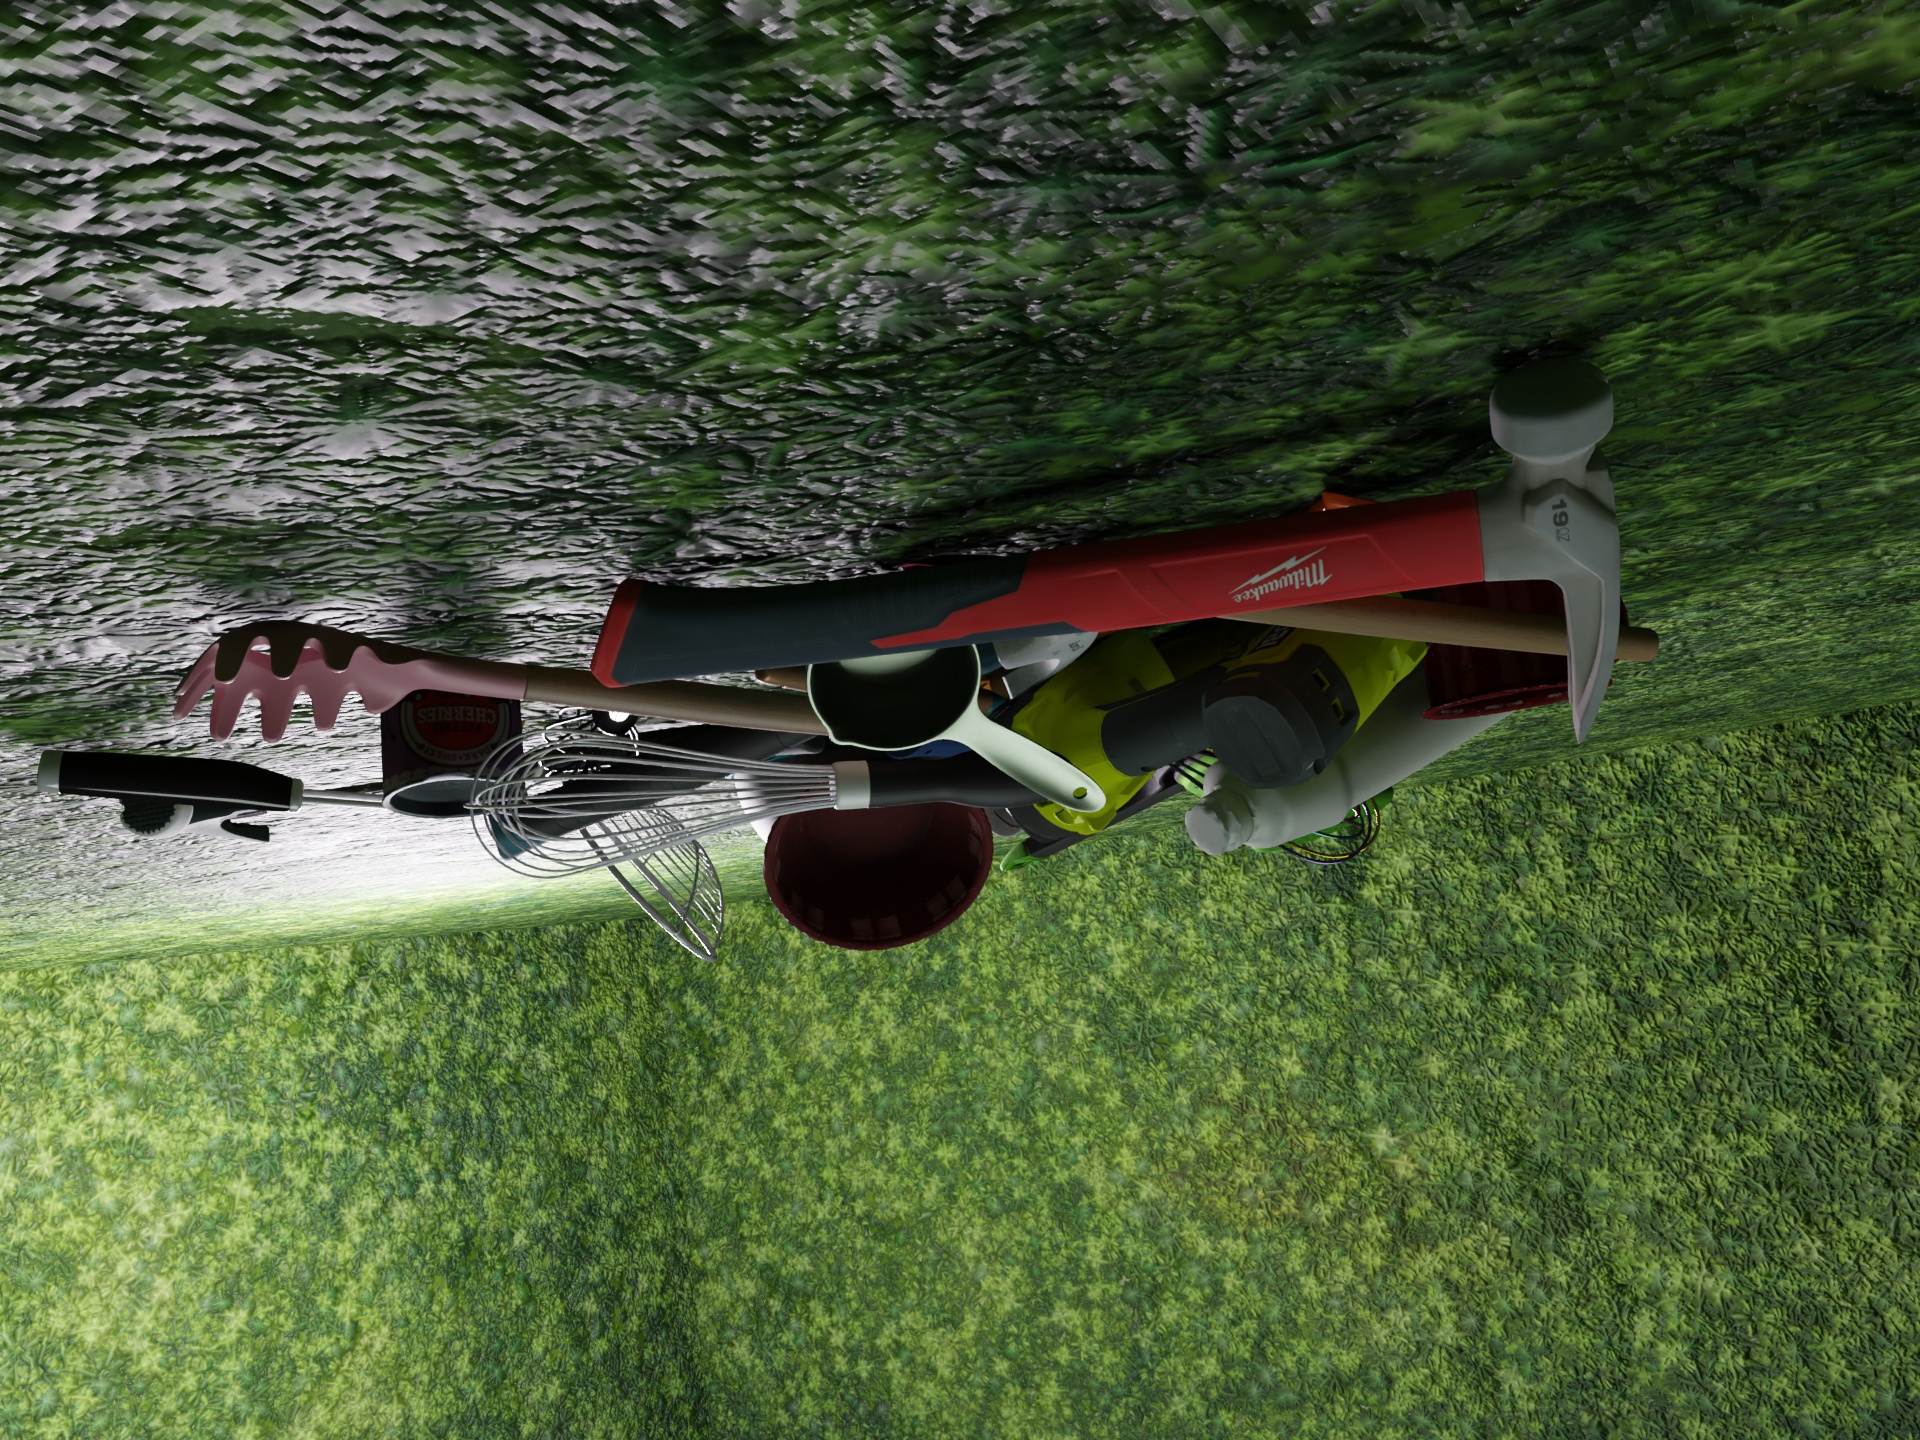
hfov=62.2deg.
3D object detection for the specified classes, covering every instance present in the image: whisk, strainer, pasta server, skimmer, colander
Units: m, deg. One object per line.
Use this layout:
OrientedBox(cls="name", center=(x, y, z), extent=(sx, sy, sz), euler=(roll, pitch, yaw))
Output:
OrientedBox(cls="whisk", center=(-0.084, 0.032, 0.742), extent=(0.284, 0.070, 0.070), euler=(-2, 171, -13))
OrientedBox(cls="whisk", center=(0.133, 0.017, 0.940), extent=(0.245, 0.051, 0.047), euler=(24, 138, 2))
OrientedBox(cls="whisk", center=(-0.179, -0.006, 0.813), extent=(0.055, 0.055, 0.239), euler=(-5, 166, -22))
OrientedBox(cls="strainer", center=(-0.127, 0.068, 1.188), extent=(0.340, 0.095, 0.211), euler=(-4, 171, -33))
OrientedBox(cls="pasta server", center=(-0.159, -0.006, 0.680), extent=(0.316, 0.040, 0.060), euler=(7, 152, -24))
OrientedBox(cls="skimmer", center=(-0.305, 0.075, 0.879), extent=(0.363, 0.090, 0.127), euler=(7, -169, -22))
OrientedBox(cls="colander", center=(0.194, 0.071, 1.225), extent=(0.397, 0.094, 0.204), euler=(-30, 162, 34))

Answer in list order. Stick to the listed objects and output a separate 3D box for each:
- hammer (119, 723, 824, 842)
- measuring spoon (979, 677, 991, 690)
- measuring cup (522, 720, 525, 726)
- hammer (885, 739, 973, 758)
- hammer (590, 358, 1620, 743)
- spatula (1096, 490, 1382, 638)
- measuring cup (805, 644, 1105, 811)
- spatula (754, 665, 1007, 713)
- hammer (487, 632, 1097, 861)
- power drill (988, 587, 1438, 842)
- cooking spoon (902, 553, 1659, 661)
OrientedBox(cls="hammer", center=(-0.289, 0.034, 1.003), extent=(0.409, 0.036, 0.149), euler=(-8, 173, -5))
OrientedBox(cls="measuring spoon", center=(-0.018, -0.022, 0.973), extent=(0.117, 0.011, 0.021), euler=(-5, 154, -44))
OrientedBox(cls="measuring cup", center=(-0.265, 0.008, 0.856), extent=(0.062, 0.029, 0.156), euler=(-6, 172, -16))
OrientedBox(cls="hammer", center=(0.081, 0.018, 1.170), extent=(0.144, 0.035, 0.405), euler=(-29, 161, 28))
OrientedBox(cls="hammer", center=(0.042, -0.037, 0.605), extent=(0.386, 0.038, 0.143), euler=(-6, 128, 17))
OrientedBox(cls="spatula", center=(0.121, -0.060, 0.728), extent=(0.081, 0.041, 0.322), euler=(11, 165, -28))
OrientedBox(cls="measuring cup", center=(0.002, -0.007, 0.720), extent=(0.167, 0.038, 0.083), euler=(32, 112, -29))
OrientedBox(cls="spatula", center=(-0.002, -0.003, 0.953), extent=(0.082, 0.044, 0.317), euler=(-1, 174, 41))
OrientedBox(cls="hammer", center=(-0.089, 0.003, 0.797), extent=(0.331, 0.033, 0.128), euler=(-20, 170, 8))
OrientedBox(cls="power drill", center=(0.127, -0.016, 0.804), extent=(0.223, 0.080, 0.171), euler=(-19, -163, 50))
OrientedBox(cls="cooking spoon", center=(0.134, -0.049, 0.670), extent=(0.319, 0.017, 0.069), euler=(6, 180, 0))
